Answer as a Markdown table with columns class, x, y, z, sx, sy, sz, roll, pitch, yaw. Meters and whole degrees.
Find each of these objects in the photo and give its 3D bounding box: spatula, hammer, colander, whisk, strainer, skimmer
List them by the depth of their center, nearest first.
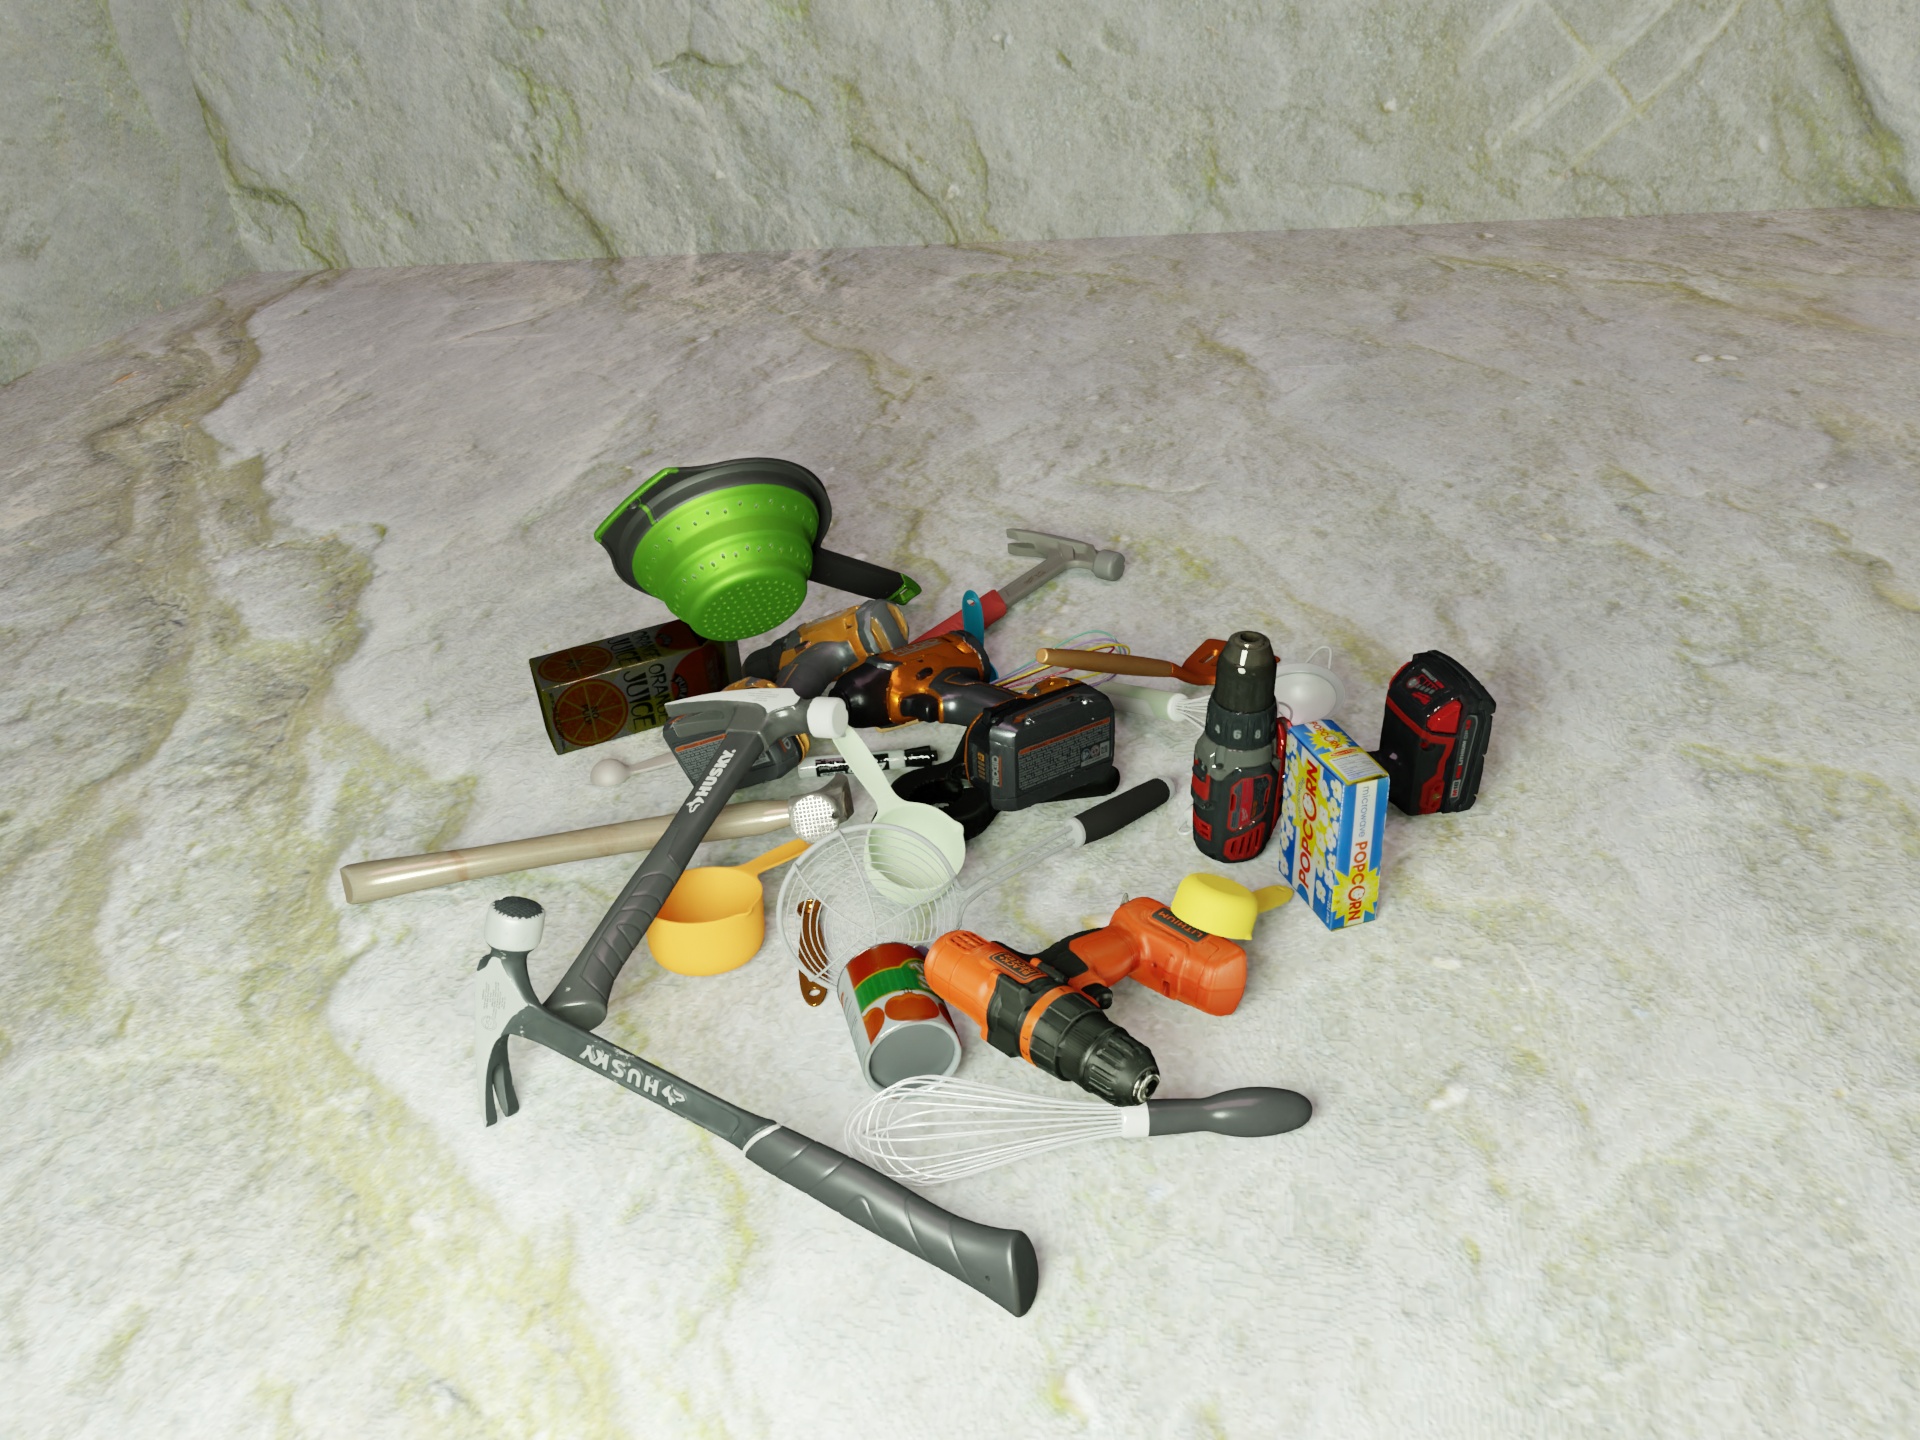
| class | x | y | z | sx | sy | sz | roll | pitch | yaw |
| --- | --- | --- | --- | --- | --- | --- | --- | --- | --- |
| hammer | -0.136 | 0.246 | 0.947 | 0.409 | 0.149 | 0.036 | 21 | 17 | 24 |
| whisk | 0.072 | 0.241 | 0.960 | 0.284 | 0.070 | 0.070 | -2 | 29 | -4 |
| hammer | -0.211 | 0.091 | 1.151 | 0.146 | 0.035 | 0.335 | 4 | 42 | 24 |
| skimmer | 0.025 | 0.098 | 1.191 | 0.090 | 0.127 | 0.363 | 7 | 20 | 42 |
| hammer | -0.289 | 0.097 | 1.273 | 0.410 | 0.038 | 0.146 | -9 | 5 | 4 |
| strainer | 0.248 | 0.022 | 1.325 | 0.087 | 0.050 | 0.258 | 17 | 42 | 34 |
| whisk | 0.189 | -0.009 | 1.342 | 0.059 | 0.057 | 0.246 | -39 | 24 | -20 |
| spatula | 0.169 | -0.056 | 1.395 | 0.081 | 0.041 | 0.322 | 20 | 11 | 38 |
| whisk | 0.038 | -0.033 | 1.447 | 0.245 | 0.051 | 0.047 | -16 | 2 | -7 |
| colander | -0.154 | -0.127 | 1.493 | 0.396 | 0.204 | 0.095 | 12 | 49 | -53 |
| hammer | 0.010 | -0.107 | 1.597 | 0.149 | 0.036 | 0.359 | 16 | 36 | 34 |

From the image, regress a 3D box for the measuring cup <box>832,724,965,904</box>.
| class | x | y | z | sx | sy | sz | roll | pitch | yaw |
| --- | --- | --- | --- | --- | --- | --- | --- | --- | --- |
| measuring cup | -0.060 | 0.071 | 1.231 | 0.083 | 0.038 | 0.168 | -22 | 62 | -24 |

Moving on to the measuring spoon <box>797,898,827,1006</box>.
| class | x | y | z | sx | sy | sz | roll | pitch | yaw |
| --- | --- | --- | --- | --- | --- | --- | --- | --- | --- |
| measuring spoon | -0.108 | 0.171 | 1.162 | 0.021 | 0.011 | 0.117 | -8 | 33 | -3 |

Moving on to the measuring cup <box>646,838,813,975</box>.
| class | x | y | z | sx | sy | sz | roll | pitch | yaw |
| --- | --- | --- | --- | --- | --- | --- | --- | --- | --- |
| measuring cup | -0.161 | 0.137 | 1.193 | 0.095 | 0.052 | 0.173 | 14 | 25 | 34 |

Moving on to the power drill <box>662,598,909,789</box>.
| class | x | y | z | sx | sy | sz | roll | pitch | yaw |
| --- | --- | --- | --- | --- | --- | --- | --- | --- | --- |
| power drill | -0.168 | -0.023 | 1.418 | 0.185 | 0.084 | 0.226 | -15 | 22 | 38 |

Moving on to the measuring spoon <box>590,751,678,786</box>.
| class | x | y | z | sx | sy | sz | roll | pitch | yaw |
| --- | --- | --- | --- | --- | --- | --- | --- | --- | --- |
| measuring spoon | -0.272 | 0.031 | 1.424 | 0.124 | 0.018 | 0.034 | -17 | 31 | -20 |

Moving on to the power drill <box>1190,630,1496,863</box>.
| class | x | y | z | sx | sy | sz | roll | pitch | yaw |
| --- | --- | --- | --- | --- | --- | --- | --- | --- | --- |
| power drill | 0.283 | 0.006 | 1.202 | 0.226 | 0.187 | 0.080 | -10 | 33 | -14 |

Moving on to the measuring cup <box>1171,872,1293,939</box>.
| class | x | y | z | sx | sy | sz | roll | pitch | yaw |
| --- | --- | --- | --- | --- | --- | --- | --- | --- | --- |
| measuring cup | 0.201 | 0.120 | 1.114 | 0.062 | 0.029 | 0.156 | 24 | 17 | 31 |

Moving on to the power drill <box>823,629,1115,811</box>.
| class | x | y | z | sx | sy | sz | roll | pitch | yaw |
| --- | --- | --- | --- | --- | --- | --- | --- | --- | --- |
| power drill | -0.002 | -0.004 | 1.299 | 0.164 | 0.084 | 0.227 | -19 | 29 | -33 |

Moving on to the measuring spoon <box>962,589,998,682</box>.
| class | x | y | z | sx | sy | sz | roll | pitch | yaw |
| --- | --- | --- | --- | --- | --- | --- | --- | --- | --- |
| measuring spoon | 0.011 | -0.072 | 1.512 | 0.042 | 0.021 | 0.129 | 9 | 49 | -15 |
